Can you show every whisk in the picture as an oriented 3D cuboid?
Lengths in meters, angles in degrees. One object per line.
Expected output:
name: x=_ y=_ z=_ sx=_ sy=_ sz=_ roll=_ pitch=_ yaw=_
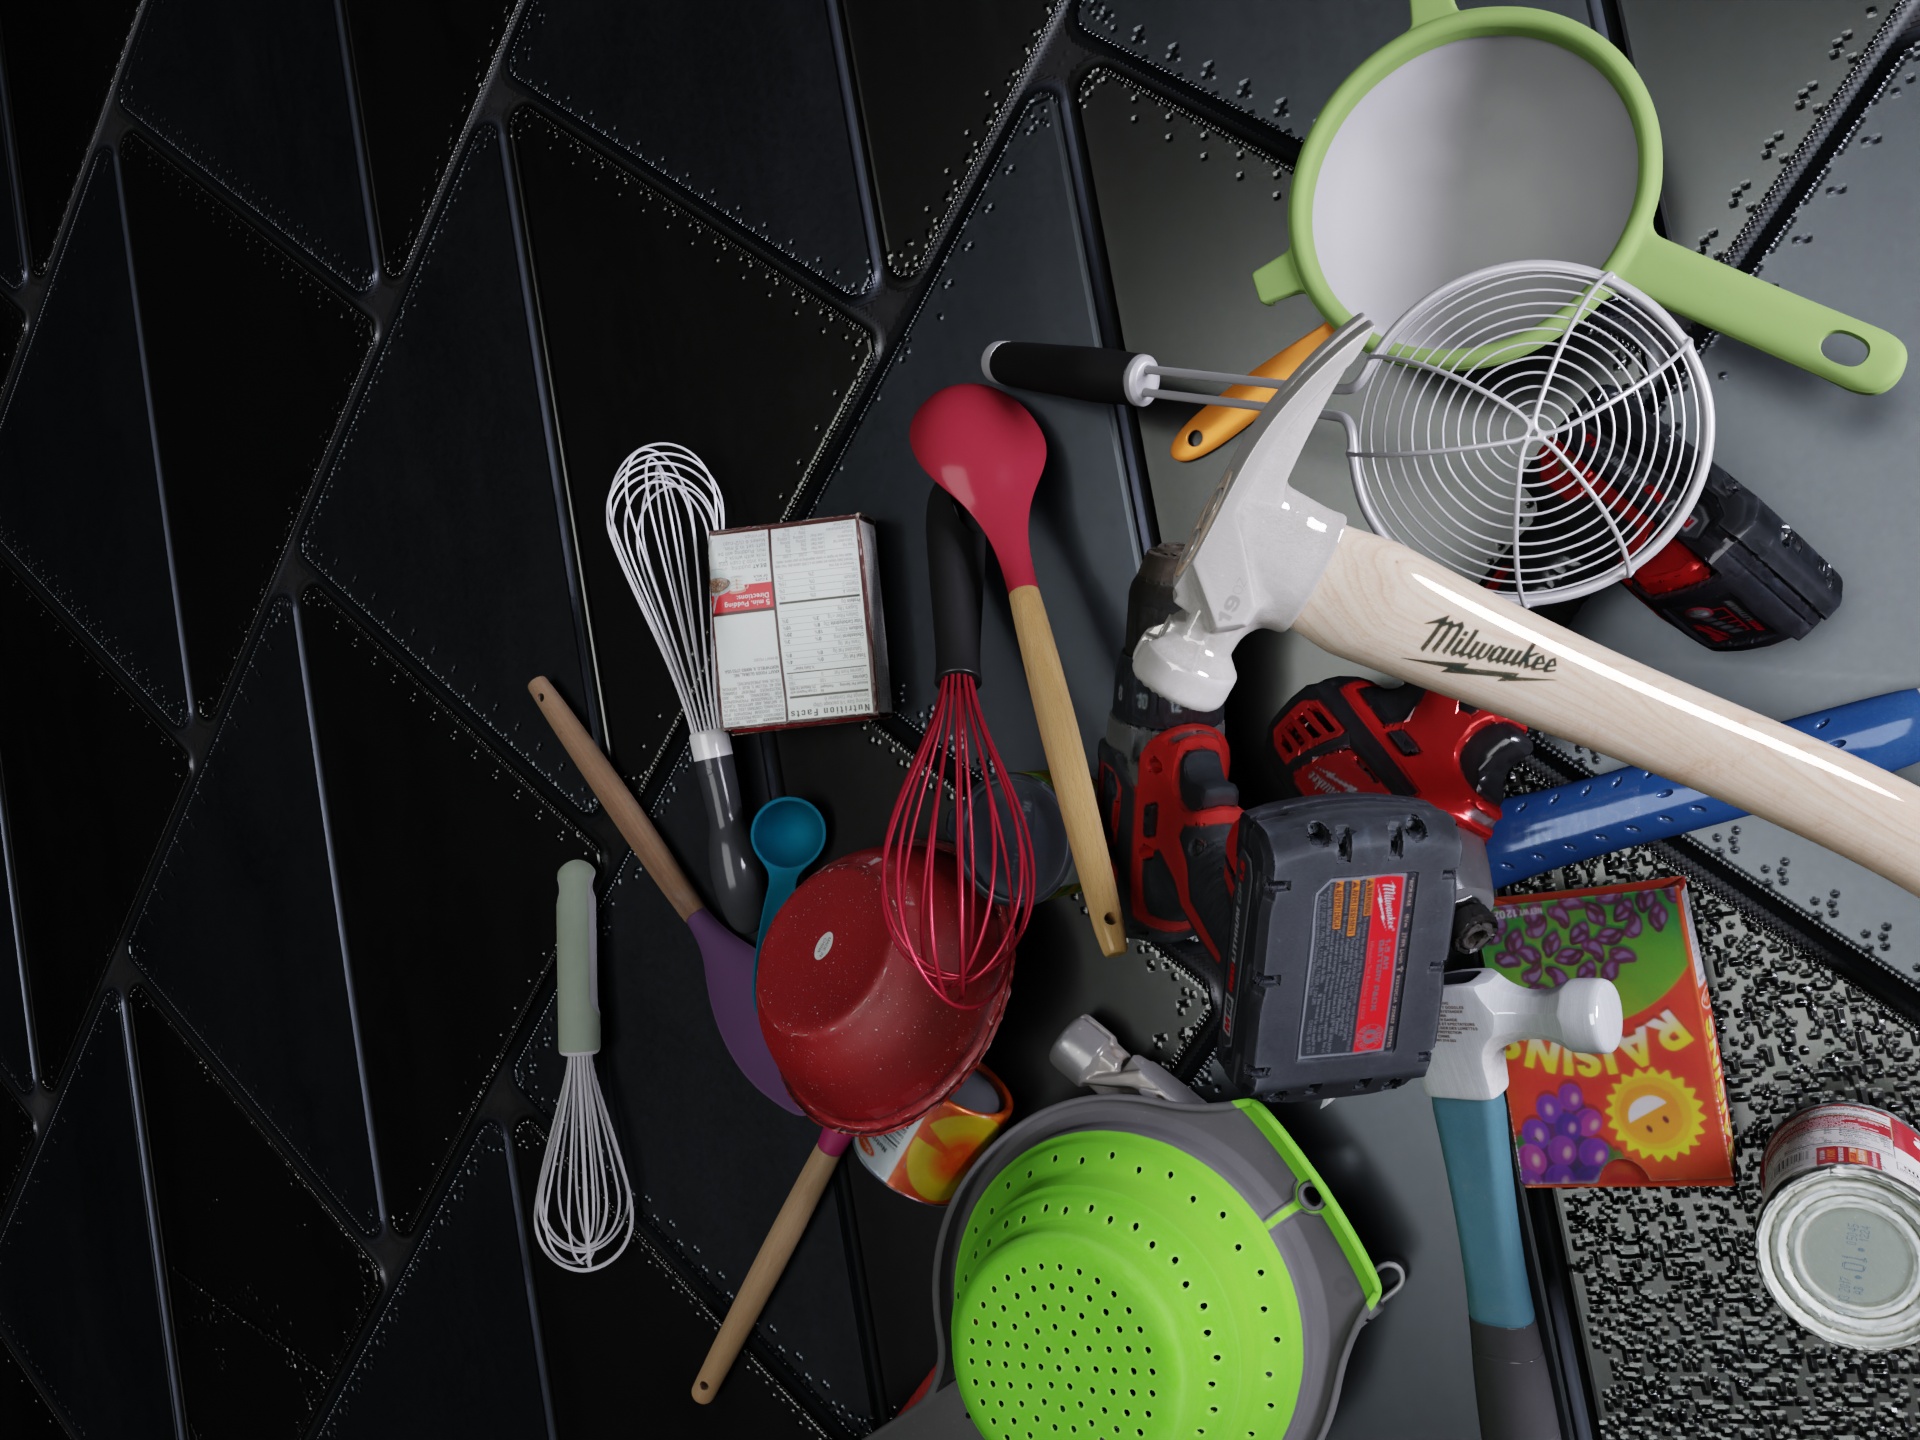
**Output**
whisk: x=-0.150 y=-0.018 z=0.906 sx=0.070 sy=0.070 sz=0.284 roll=-11 pitch=90 yaw=28
whisk: x=-0.001 y=-0.002 z=0.766 sx=0.073 sy=0.073 sz=0.296 roll=-19 pitch=54 yaw=28
whisk: x=-0.229 y=0.208 z=0.961 sx=0.059 sy=0.058 sz=0.246 roll=-2 pitch=87 yaw=-6

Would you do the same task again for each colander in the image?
colander: x=0.004 y=0.329 z=0.751 sx=0.397 sy=0.094 sz=0.205 roll=-40 pitch=71 yaw=19

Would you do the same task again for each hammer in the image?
hammer: x=0.276 y=0.003 z=0.567 sx=0.410 sy=0.038 sz=0.146 roll=24 pitch=113 yaw=-4
hammer: x=0.391 y=0.002 z=0.617 sx=0.405 sy=0.035 sz=0.144 roll=-21 pitch=81 yaw=27
hammer: x=0.023 y=0.333 z=0.825 sx=0.149 sy=0.036 sz=0.359 roll=40 pitch=108 yaw=22
hammer: x=0.235 y=0.268 z=0.680 sx=0.128 sy=0.033 sz=0.331 roll=-5 pitch=98 yaw=41

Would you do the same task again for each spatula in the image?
spatula: x=-0.171 y=0.096 z=0.937 sx=0.059 sy=0.018 sz=0.316 roll=-43 pitch=72 yaw=16

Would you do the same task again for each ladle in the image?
ladle: x=0.035 y=-0.038 z=0.762 sx=0.069 sy=0.031 sz=0.316 roll=-9 pitch=67 yaw=-11

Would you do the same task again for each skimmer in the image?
skimmer: x=0.139 y=-0.139 z=0.696 sx=0.364 sy=0.090 sz=0.127 roll=25 pitch=109 yaw=54

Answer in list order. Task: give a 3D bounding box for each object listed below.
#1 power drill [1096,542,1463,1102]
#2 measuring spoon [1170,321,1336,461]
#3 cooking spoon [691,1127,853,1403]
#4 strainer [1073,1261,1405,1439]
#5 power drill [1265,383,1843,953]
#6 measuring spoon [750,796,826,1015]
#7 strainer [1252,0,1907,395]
power drill: x=0.116 y=0.035 z=0.672 sx=0.080 sy=0.227 sz=0.187 roll=-2 pitch=108 yaw=-14
measuring spoon: x=0.146 y=-0.162 z=0.762 sx=0.117 sy=0.011 sz=0.021 roll=-37 pitch=74 yaw=24
cooking spoon: x=-0.084 y=0.260 z=0.892 sx=0.069 sy=0.017 sz=0.319 roll=29 pitch=105 yaw=8
strainer: x=0.119 y=0.343 z=0.772 sx=0.258 sy=0.050 sz=0.087 roll=-45 pitch=75 yaw=16
power drill: x=0.233 y=-0.013 z=0.654 sx=0.219 sy=0.078 sz=0.143 roll=-49 pitch=38 yaw=21
measuring spoon: x=-0.103 y=0.104 z=0.895 sx=0.042 sy=0.021 sz=0.128 roll=6 pitch=97 yaw=-13
strainer: x=0.263 y=-0.193 z=0.665 sx=0.256 sy=0.069 sz=0.151 roll=34 pitch=104 yaw=23
